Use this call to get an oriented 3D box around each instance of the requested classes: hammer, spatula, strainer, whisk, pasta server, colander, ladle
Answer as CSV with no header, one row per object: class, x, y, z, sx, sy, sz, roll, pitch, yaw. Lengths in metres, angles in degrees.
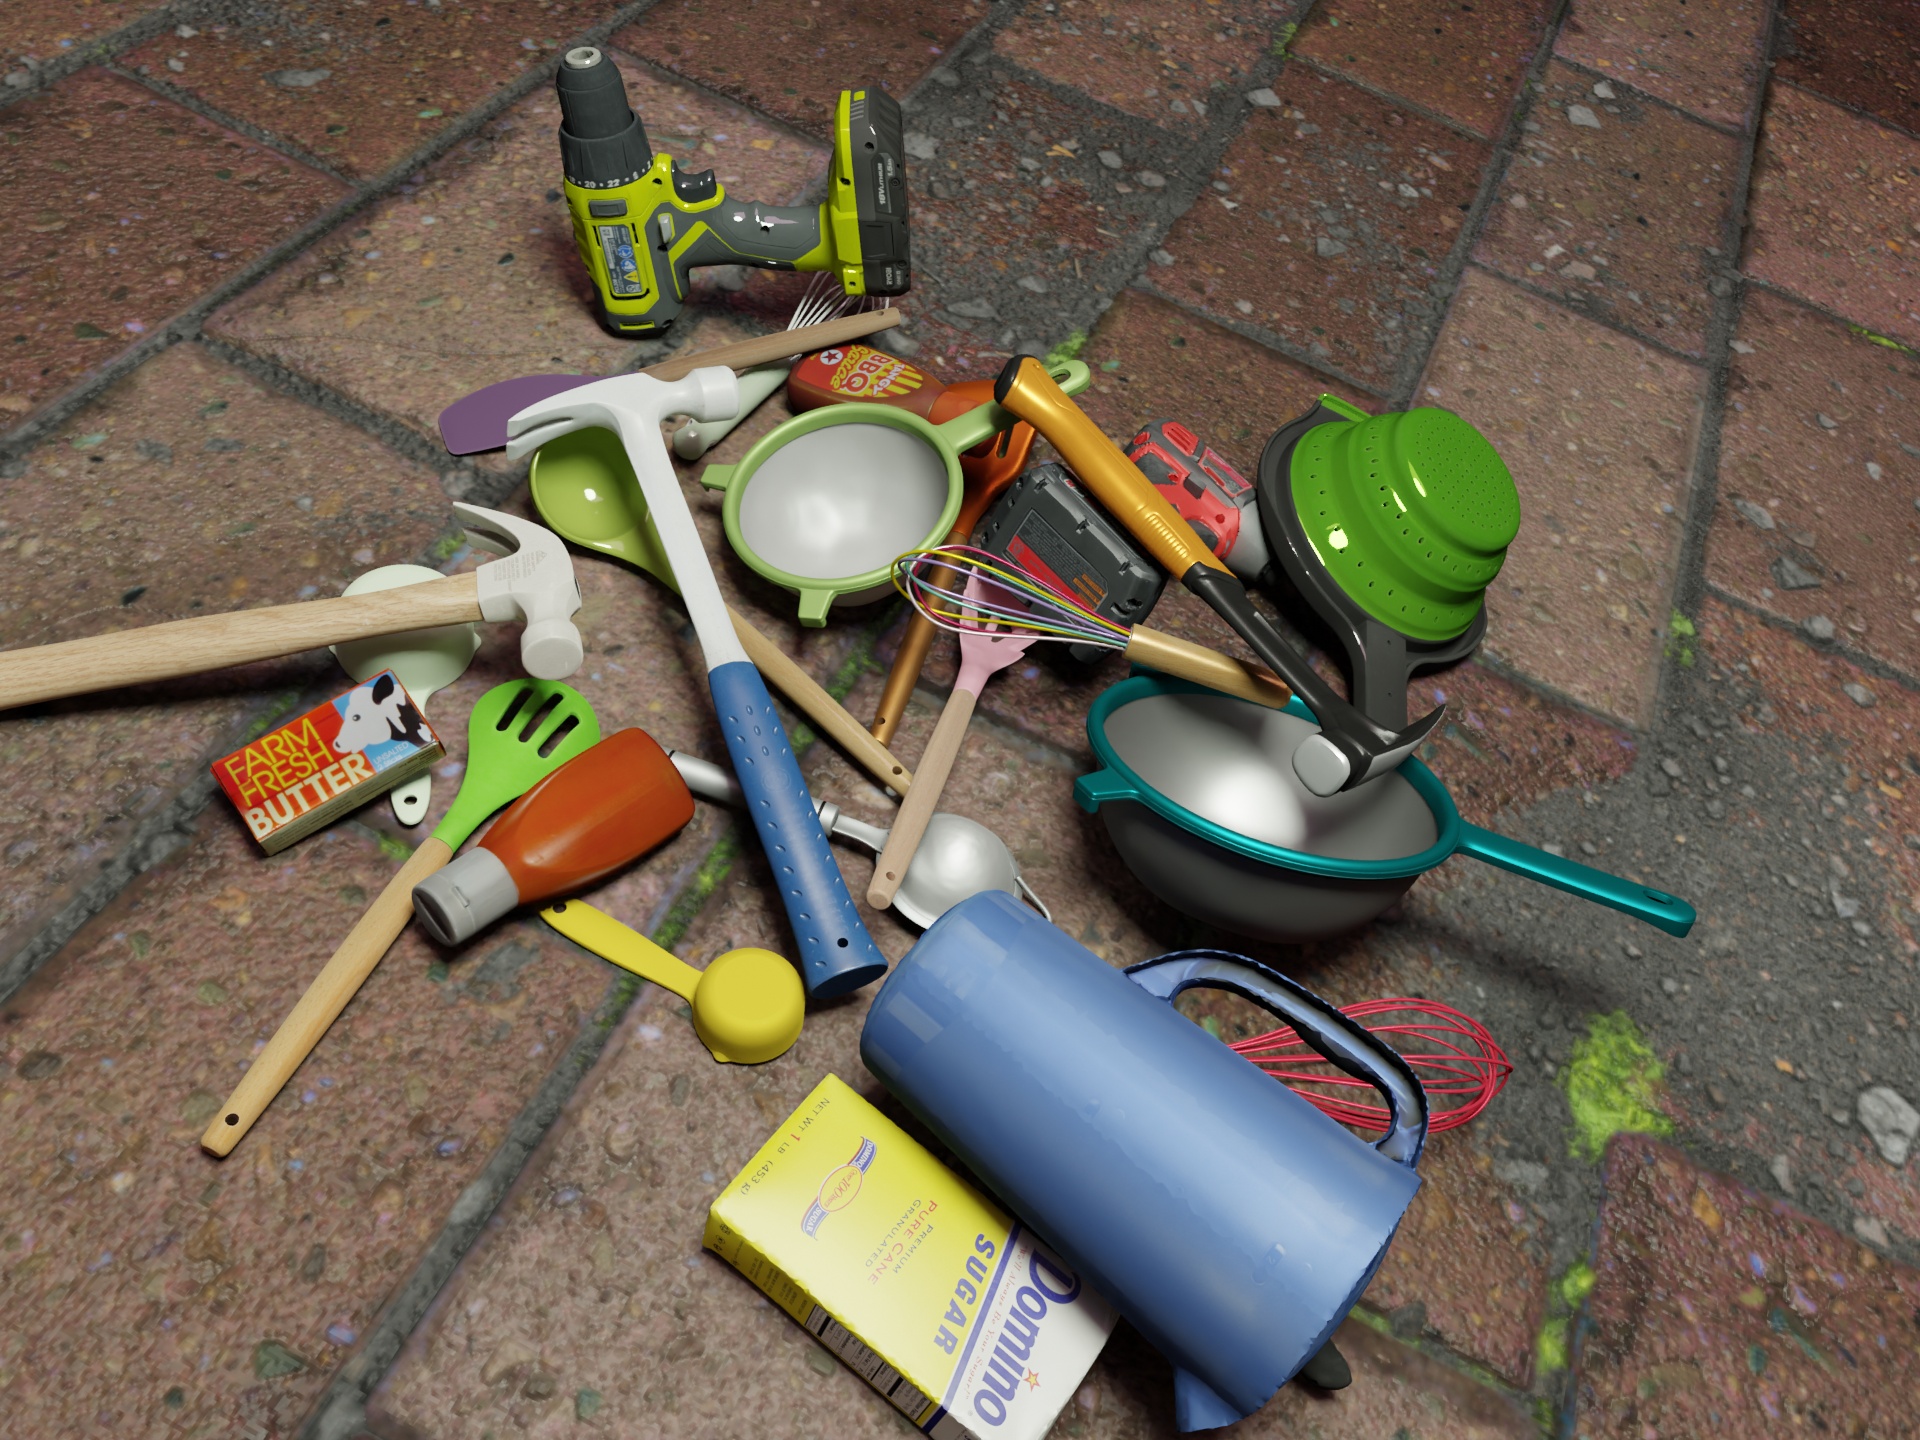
hammer,0.137,-0.097,0.929,0.127,0.034,0.337,-17,59,-47
spatula,-0.011,-0.108,1.032,0.081,0.041,0.323,4,48,17
strainer,0.223,0.082,0.887,0.340,0.095,0.211,20,26,8
whisk,0.076,-0.052,0.929,0.245,0.047,0.051,18,24,-2
hammer,-0.369,-0.047,0.838,0.331,0.031,0.130,-11,46,-8
hammer,-0.137,-0.035,0.882,0.144,0.035,0.406,-13,63,-23
strainer,-0.025,-0.150,1.014,0.256,0.069,0.152,-30,58,-13
pasta server,-0.001,-0.003,0.915,0.060,0.040,0.316,29,37,-5
whisk,-0.124,-0.258,1.120,0.059,0.058,0.246,49,53,-15
colander,0.298,-0.077,1.034,0.204,0.094,0.397,24,53,-21
whisk,0.147,0.179,0.832,0.295,0.073,0.073,3,51,-8
strainer,-0.067,0.057,0.882,0.258,0.050,0.087,18,43,3
spatula,-0.190,-0.235,1.064,0.316,0.018,0.060,-17,56,-13
ladle,-0.140,-0.067,0.947,0.320,0.062,0.078,42,62,17

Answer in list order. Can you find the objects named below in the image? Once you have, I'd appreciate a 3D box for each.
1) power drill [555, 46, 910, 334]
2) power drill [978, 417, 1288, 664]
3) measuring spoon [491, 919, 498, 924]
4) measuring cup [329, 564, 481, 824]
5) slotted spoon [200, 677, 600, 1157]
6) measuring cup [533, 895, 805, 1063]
power drill,-0.151,-0.357,1.064,0.228,0.190,0.080,-3,48,1
power drill,0.126,-0.121,1.039,0.143,0.078,0.219,46,40,14
measuring spoon,-0.225,0.068,0.846,0.021,0.011,0.117,43,52,-11
measuring cup,-0.304,-0.020,0.874,0.083,0.038,0.168,-3,51,-18
slotted spoon,-0.276,0.084,0.806,0.070,0.031,0.314,31,51,-4
measuring cup,-0.150,0.120,0.811,0.156,0.029,0.062,27,49,7
